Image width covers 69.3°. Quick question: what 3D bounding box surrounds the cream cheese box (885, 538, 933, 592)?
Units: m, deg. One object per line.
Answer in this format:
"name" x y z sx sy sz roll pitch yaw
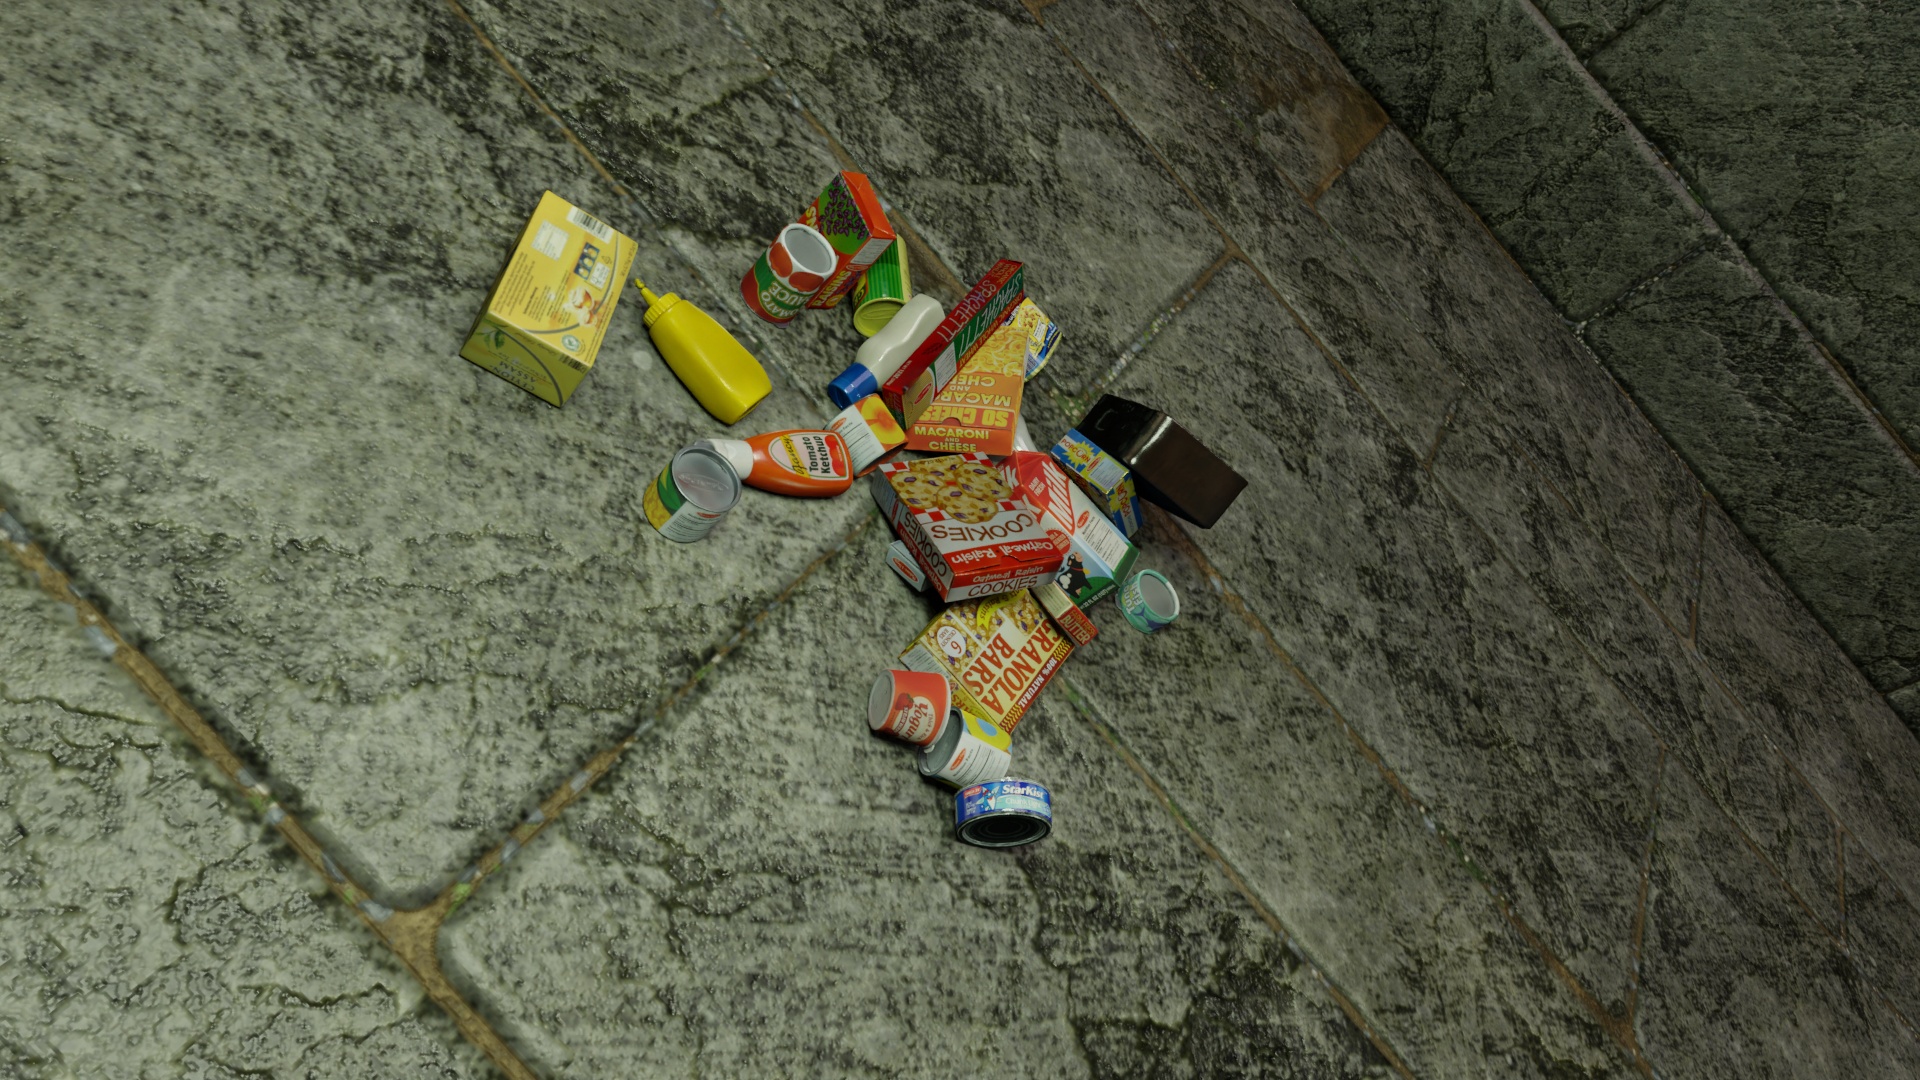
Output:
"cream cheese box" -0.018 0.010 1.360 0.053 0.024 0.104 40 43 26

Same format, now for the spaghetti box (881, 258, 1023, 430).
"spaghetti box" -0.003 -0.210 1.453 0.029 0.050 0.251 21 51 22

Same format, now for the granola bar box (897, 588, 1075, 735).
"granola bar box" 0.030 0.106 1.345 0.124 0.039 0.166 48 40 -3

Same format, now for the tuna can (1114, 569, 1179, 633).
"tuna can" 0.208 0.067 1.544 0.071 0.032 0.071 25 47 -29

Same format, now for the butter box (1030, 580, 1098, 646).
"butter box" 0.096 0.060 1.406 0.053 0.024 0.104 46 4 -38

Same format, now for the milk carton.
"milk carton" 0.093 -0.020 1.474 0.190 0.072 0.074 46 39 -7

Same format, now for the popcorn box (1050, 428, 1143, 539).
"popcorn box" 0.149 -0.057 1.503 0.085 0.038 0.126 41 -11 28

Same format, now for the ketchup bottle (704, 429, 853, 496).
"ketchup bottle" -0.172 -0.073 1.291 0.149 0.043 0.065 -1 67 -42

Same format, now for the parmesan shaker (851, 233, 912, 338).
"parmesan shaker" -0.087 -0.276 1.508 0.071 0.071 0.103 17 50 -34

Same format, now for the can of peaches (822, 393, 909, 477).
"can of peaches" -0.091 -0.103 1.370 0.071 0.071 0.058 -29 83 -50

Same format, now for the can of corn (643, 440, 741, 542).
"can of corn" -0.232 -0.042 1.199 0.071 0.058 0.071 24 47 -28

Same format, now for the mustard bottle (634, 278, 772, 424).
"mustard bottle" -0.248 -0.183 1.298 0.160 0.048 0.065 48 40 -3

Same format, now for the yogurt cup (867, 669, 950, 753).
"yogurt cup" -0.047 0.146 1.227 0.054 0.072 0.073 16 51 -25

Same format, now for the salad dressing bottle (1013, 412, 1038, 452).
"salad dressing bottle" 0.053 -0.114 1.530 0.147 0.043 0.064 57 34 5

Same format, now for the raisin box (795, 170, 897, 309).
"raisin box" -0.130 -0.311 1.446 0.040 0.123 0.086 -8 67 -46

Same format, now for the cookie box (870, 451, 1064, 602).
"cookie box" 0.005 -0.017 1.348 0.123 0.040 0.168 -9 45 -30

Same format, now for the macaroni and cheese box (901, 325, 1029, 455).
"macaroni and cheese box" 0.003 -0.164 1.473 0.124 0.040 0.167 4 47 7

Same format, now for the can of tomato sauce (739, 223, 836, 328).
"can of tomato sauce" -0.174 -0.268 1.404 0.071 0.082 0.071 24 47 -28

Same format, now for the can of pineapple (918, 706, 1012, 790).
"can of pineapple" 0.004 0.188 1.240 0.058 0.070 0.071 30 44 -25

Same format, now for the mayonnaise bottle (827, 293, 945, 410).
"mayonnaise bottle" -0.075 -0.190 1.432 0.041 0.064 0.149 30 59 28
